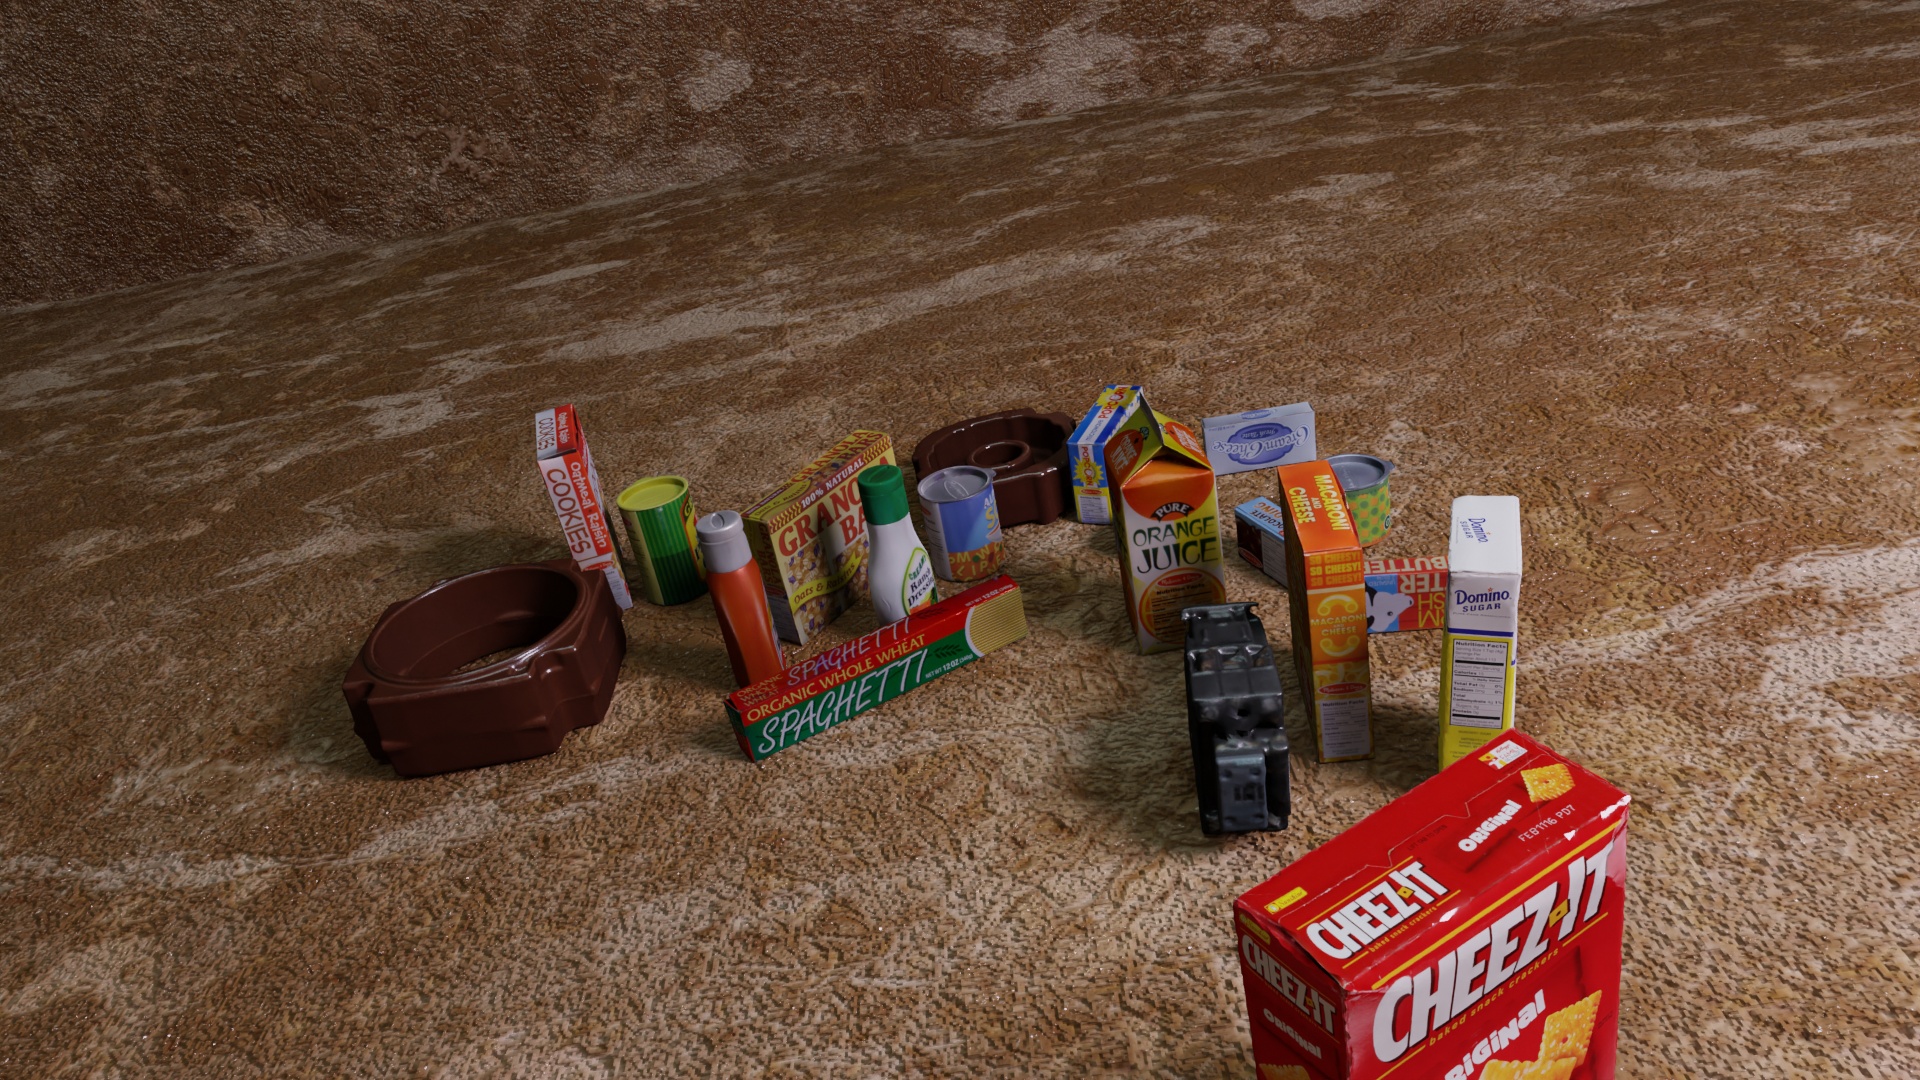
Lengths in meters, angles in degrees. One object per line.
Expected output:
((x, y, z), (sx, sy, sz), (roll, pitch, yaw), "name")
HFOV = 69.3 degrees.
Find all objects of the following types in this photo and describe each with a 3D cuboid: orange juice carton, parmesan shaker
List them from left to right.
((-0.272, -0.001, 1.286), (0.071, 0.102, 0.071), (-9, 28, 5), "parmesan shaker")
((0.156, -0.015, 1.062), (0.073, 0.191, 0.072), (-11, 28, 1), "orange juice carton")

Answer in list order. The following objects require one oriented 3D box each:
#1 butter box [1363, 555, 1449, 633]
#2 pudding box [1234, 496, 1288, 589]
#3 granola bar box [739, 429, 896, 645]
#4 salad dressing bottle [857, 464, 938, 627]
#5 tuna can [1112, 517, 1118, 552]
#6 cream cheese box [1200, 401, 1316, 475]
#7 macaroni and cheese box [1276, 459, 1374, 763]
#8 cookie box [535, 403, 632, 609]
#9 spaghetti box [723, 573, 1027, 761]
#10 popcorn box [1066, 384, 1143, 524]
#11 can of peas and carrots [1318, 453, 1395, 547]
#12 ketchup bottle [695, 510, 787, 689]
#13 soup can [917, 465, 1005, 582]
((0.343, 0.040, 1.040), (0.103, 0.053, 0.024), (-5, 29, 12), "butter box")
((0.261, 0.003, 1.141), (0.030, 0.049, 0.084), (-21, 30, -16), "pudding box")
((-0.114, -0.006, 1.215), (0.039, 0.123, 0.166), (10, 35, 35), "granola bar box")
((-0.053, 0.010, 1.139), (0.044, 0.147, 0.064), (6, 33, 30), "salad dressing bottle")
((0.170, -0.009, 1.213), (0.071, 0.032, 0.071), (-9, 28, 5), "tuna can")
((0.281, -0.095, 1.307), (0.104, 0.053, 0.024), (-9, 28, 4), "cream cheese box")
((0.248, 0.047, 0.944), (0.040, 0.165, 0.124), (-7, 28, 8), "macaroni and cheese box")
((-0.353, -0.030, 1.301), (0.040, 0.166, 0.123), (-17, 29, -10), "cookie box")
((-0.061, 0.097, 1.086), (0.251, 0.050, 0.029), (-23, 30, -21), "spaghetti box")
((0.140, -0.082, 1.301), (0.038, 0.084, 0.127), (3, 31, 25), "popcorn box")
((0.331, -0.034, 1.172), (0.071, 0.058, 0.071), (-9, 28, 5), "can of peas and carrots")
((-0.177, 0.049, 1.114), (0.043, 0.148, 0.065), (-18, 29, -12), "ketchup bottle")
((0.004, -0.015, 1.232), (0.071, 0.083, 0.072), (-9, 28, 5), "soup can")
